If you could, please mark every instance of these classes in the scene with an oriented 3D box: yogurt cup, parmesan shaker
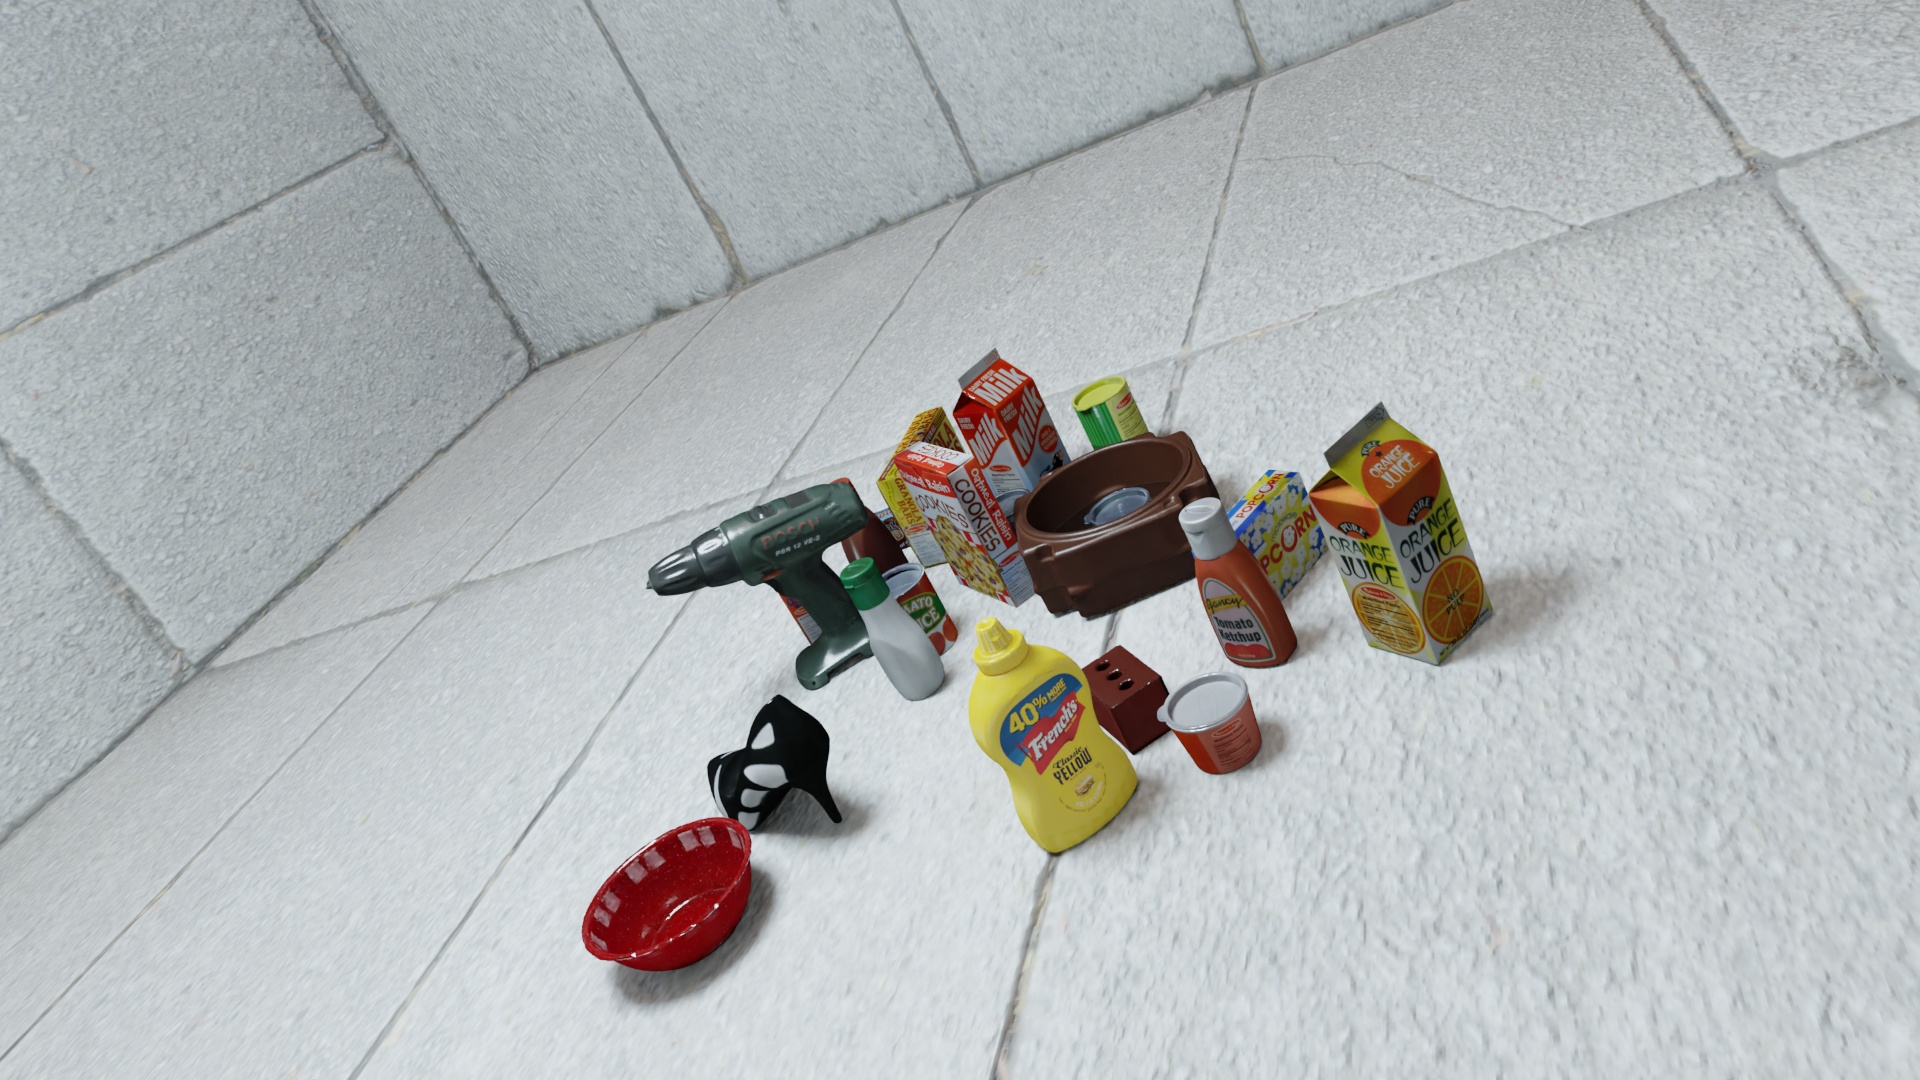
[{"bbox_3d":[0.196,0.141,1.065,0.072,0.053,0.073,-23,24,11],"label":"yogurt cup"},{"bbox_3d":[0.173,-0.122,1.556,0.071,0.102,0.071,-23,24,11],"label":"parmesan shaker"}]

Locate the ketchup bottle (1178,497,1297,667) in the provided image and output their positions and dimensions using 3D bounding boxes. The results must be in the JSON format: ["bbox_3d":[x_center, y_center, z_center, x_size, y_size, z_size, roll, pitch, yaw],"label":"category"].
[{"bbox_3d":[0.222,0.034,1.135,0.064,0.148,0.044,-1,35,46],"label":"ketchup bottle"}]

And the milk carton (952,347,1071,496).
[{"bbox_3d":[0.057,-0.117,1.560,0.073,0.190,0.073,1,37,48],"label":"milk carton"}]

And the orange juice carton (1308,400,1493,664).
[{"bbox_3d":[0.328,-0.006,1.052,0.072,0.192,0.073,-38,25,-21],"label":"orange juice carton"}]

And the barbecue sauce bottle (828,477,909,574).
[{"bbox_3d":[-0.106,0.000,1.549,0.043,0.148,0.065,-5,32,42],"label":"barbecue sauce bottle"}]

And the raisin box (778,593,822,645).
[{"bbox_3d":[-0.181,0.048,1.563,0.040,0.123,0.086,-26,24,4],"label":"raisin box"}]

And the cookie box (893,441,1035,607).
[{"bbox_3d":[0.005,-0.018,1.445,0.040,0.167,0.123,-36,25,-18],"label":"cookie box"}]

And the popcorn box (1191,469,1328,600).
[{"bbox_3d":[0.265,0.007,1.223,0.127,0.085,0.038,-42,27,-30],"label":"popcorn box"}]

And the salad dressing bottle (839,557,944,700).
[{"bbox_3d":[-0.067,0.085,1.339,0.064,0.147,0.044,-4,33,44],"label":"salad dressing bottle"}]

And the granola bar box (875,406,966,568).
[{"bbox_3d":[-0.034,-0.064,1.630,0.039,0.124,0.166,-16,26,26],"label":"granola bar box"}]

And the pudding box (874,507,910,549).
[{"bbox_3d":[-0.077,-0.016,1.671,0.083,0.049,0.030,-20,25,18],"label":"pudding box"}]

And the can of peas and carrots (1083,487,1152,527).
[{"bbox_3d":[0.167,-0.010,1.393,0.071,0.058,0.071,-23,24,11],"label":"can of peas and carrots"}]

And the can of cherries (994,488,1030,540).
[{"bbox_3d":[0.056,-0.015,1.519,0.071,0.058,0.072,-23,24,11],"label":"can of cherries"}]

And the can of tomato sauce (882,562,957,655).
[{"bbox_3d":[-0.049,0.076,1.417,0.071,0.083,0.071,-23,24,11],"label":"can of tomato sauce"}]
